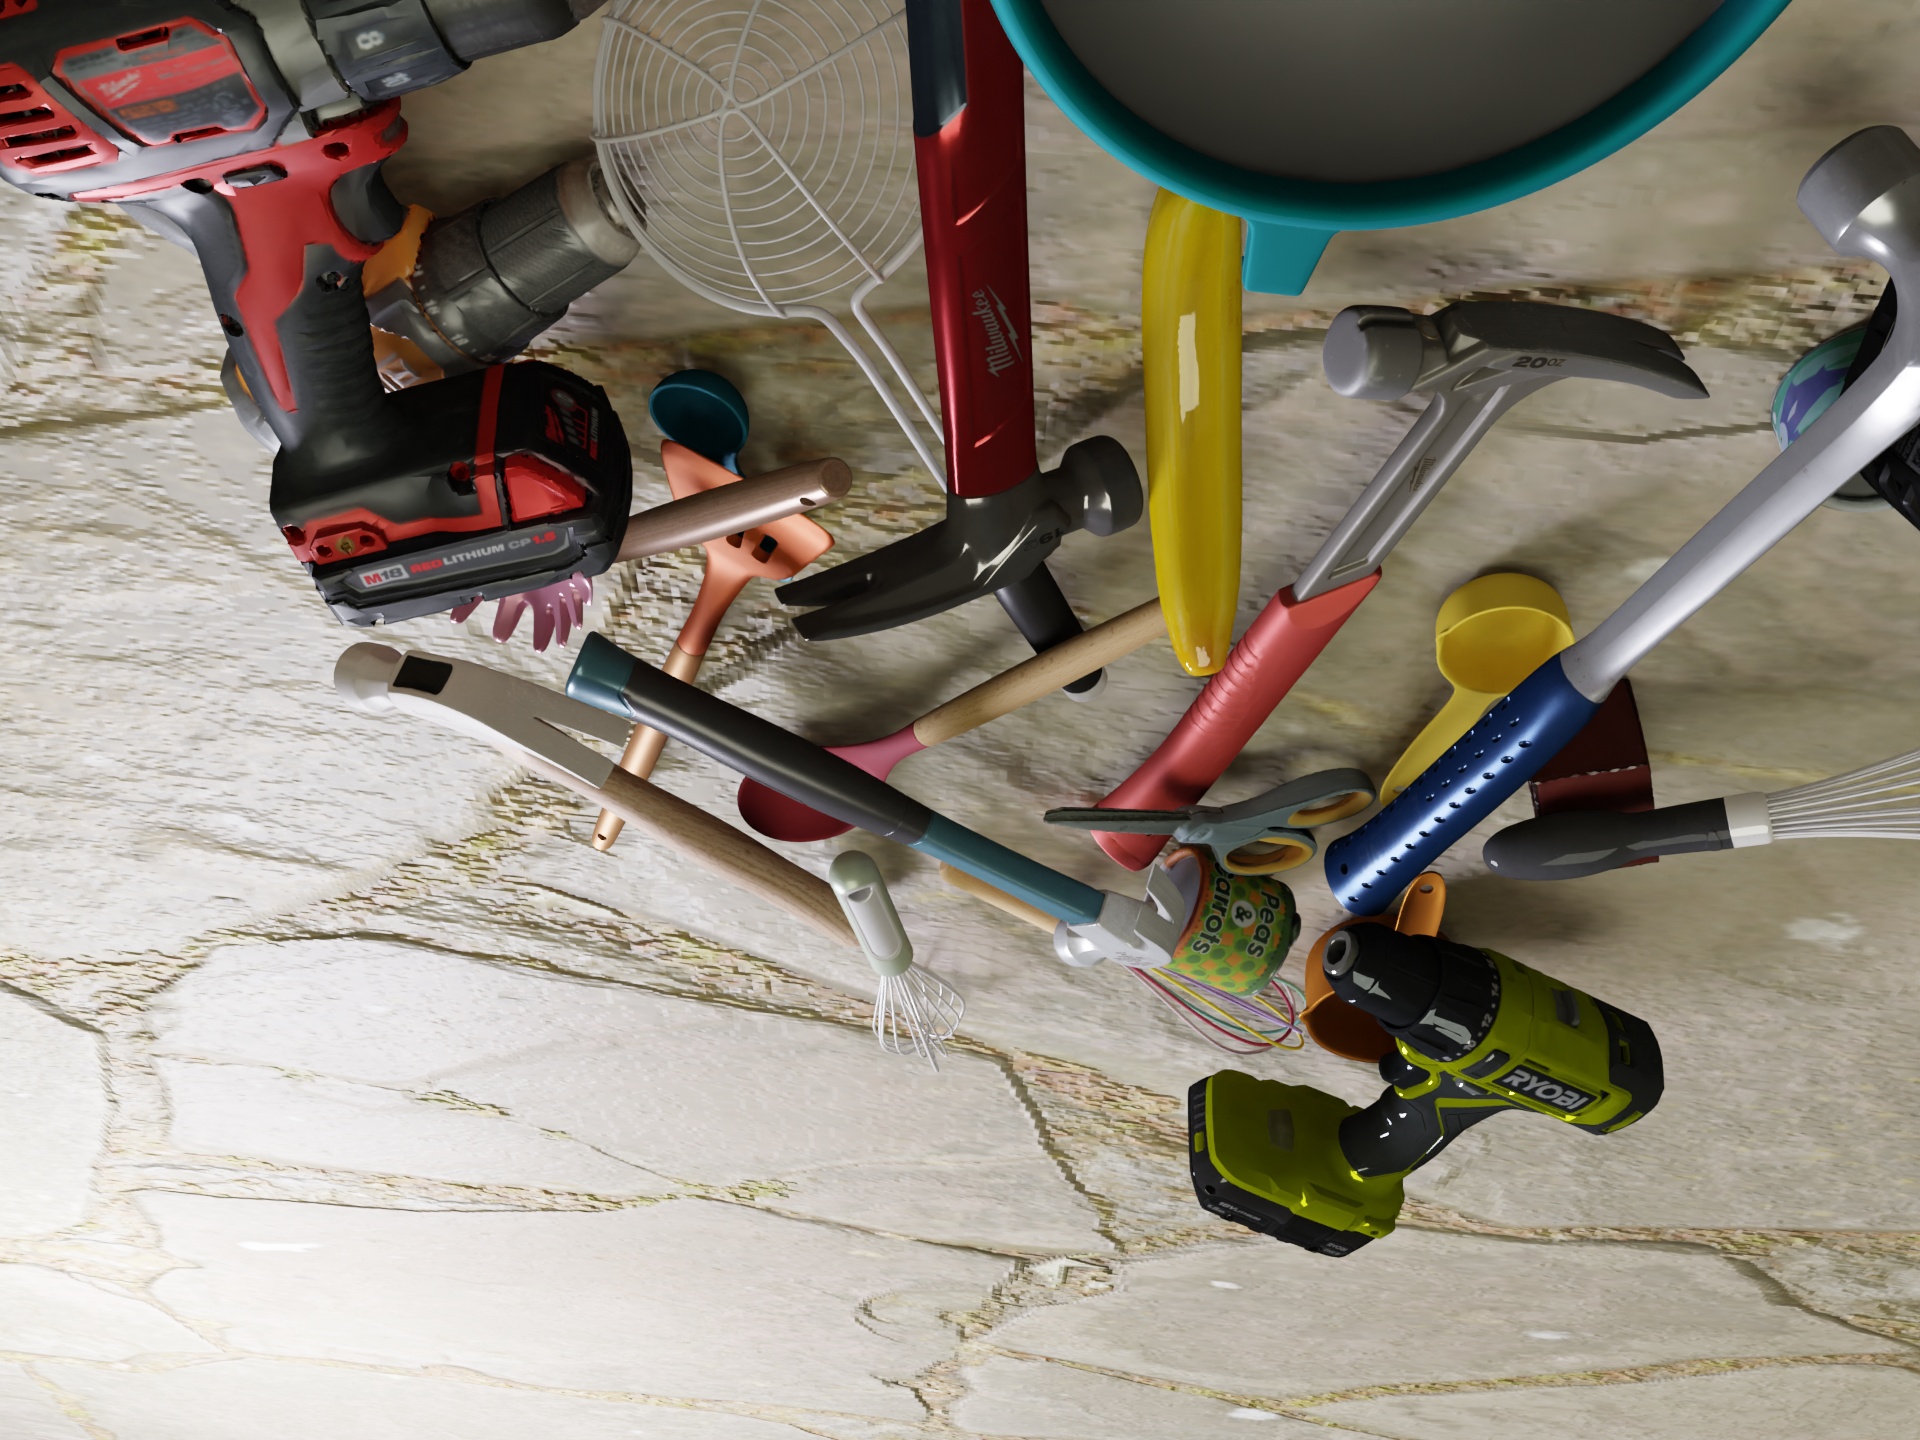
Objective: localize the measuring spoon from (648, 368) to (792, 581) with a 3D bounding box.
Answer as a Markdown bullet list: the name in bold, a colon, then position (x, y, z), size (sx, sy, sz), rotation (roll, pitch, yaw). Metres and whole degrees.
- **measuring spoon**: position (-0.093, -0.105, 0.681), size (0.042, 0.021, 0.128), rotation (6, 149, 20)

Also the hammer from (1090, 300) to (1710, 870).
- **hammer**: position (0.150, -0.037, 0.687), size (0.149, 0.037, 0.358), rotation (0, 146, -21)

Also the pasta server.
- **pasta server**: position (-0.132, -0.064, 0.624), size (0.060, 0.040, 0.316), rotation (25, 164, -32)

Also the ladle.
- **ladle**: position (-0.001, -0.002, 0.737), size (0.069, 0.031, 0.315), rotation (30, 144, -30)

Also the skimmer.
- **skimmer**: position (-0.012, -0.133, 0.624), size (0.127, 0.090, 0.362), rotation (-16, 144, 17)

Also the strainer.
- **strainer**: position (0.154, -0.259, 0.350), size (0.340, 0.095, 0.210), rotation (-27, 132, 28)

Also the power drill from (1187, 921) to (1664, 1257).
- **power drill**: position (0.221, 0.193, 0.842), size (0.190, 0.080, 0.228), rotation (24, 134, -19)

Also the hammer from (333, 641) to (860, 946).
- **hammer**: position (-0.141, 0.050, 0.787), size (0.130, 0.031, 0.331), rotation (9, 161, 37)

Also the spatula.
- **spatula**: position (-0.140, -0.017, 0.764), size (0.081, 0.041, 0.322), rotation (30, 137, -4)

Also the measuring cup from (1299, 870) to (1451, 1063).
- **measuring cup**: position (0.234, 0.118, 0.852), size (0.095, 0.052, 0.173), rotation (3, 137, 5)

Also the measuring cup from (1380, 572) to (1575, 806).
- **measuring cup**: position (0.226, -0.011, 0.729), size (0.062, 0.029, 0.156), rotation (12, 143, -4)

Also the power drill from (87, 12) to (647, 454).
- **power drill**: position (-0.238, -0.198, 0.549), size (0.185, 0.084, 0.226), rotation (-20, 135, 25)

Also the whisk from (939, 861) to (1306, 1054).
- **whisk**: position (0.097, 0.130, 0.894), size (0.244, 0.047, 0.051), rotation (27, 136, -16)

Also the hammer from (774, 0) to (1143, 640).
- **hammer**: position (-0.012, -0.183, 0.468), size (0.143, 0.038, 0.385), rotation (-23, 140, -15)

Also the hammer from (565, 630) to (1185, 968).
- **hammer**: position (-0.033, 0.045, 0.748), size (0.330, 0.033, 0.128), rotation (27, 160, -22)

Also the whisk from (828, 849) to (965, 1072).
- **whisk**: position (-0.037, 0.136, 0.885), size (0.058, 0.059, 0.246), rotation (-20, 147, -3)

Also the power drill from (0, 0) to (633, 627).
- **power drill**: position (-0.175, -0.147, 0.509), size (0.188, 0.080, 0.226), rotation (-13, 138, 3)

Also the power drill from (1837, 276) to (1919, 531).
- **power drill**: position (0.421, -0.112, 0.516), size (0.223, 0.080, 0.171), rotation (3, 125, -5)

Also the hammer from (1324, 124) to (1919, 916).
- **hammer**: position (0.248, -0.018, 0.613), size (0.035, 0.144, 0.405), rotation (-11, 154, -23)

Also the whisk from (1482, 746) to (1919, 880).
- **whisk**: position (0.363, 0.036, 0.661), size (0.284, 0.070, 0.070), rotation (-11, 135, 25)
